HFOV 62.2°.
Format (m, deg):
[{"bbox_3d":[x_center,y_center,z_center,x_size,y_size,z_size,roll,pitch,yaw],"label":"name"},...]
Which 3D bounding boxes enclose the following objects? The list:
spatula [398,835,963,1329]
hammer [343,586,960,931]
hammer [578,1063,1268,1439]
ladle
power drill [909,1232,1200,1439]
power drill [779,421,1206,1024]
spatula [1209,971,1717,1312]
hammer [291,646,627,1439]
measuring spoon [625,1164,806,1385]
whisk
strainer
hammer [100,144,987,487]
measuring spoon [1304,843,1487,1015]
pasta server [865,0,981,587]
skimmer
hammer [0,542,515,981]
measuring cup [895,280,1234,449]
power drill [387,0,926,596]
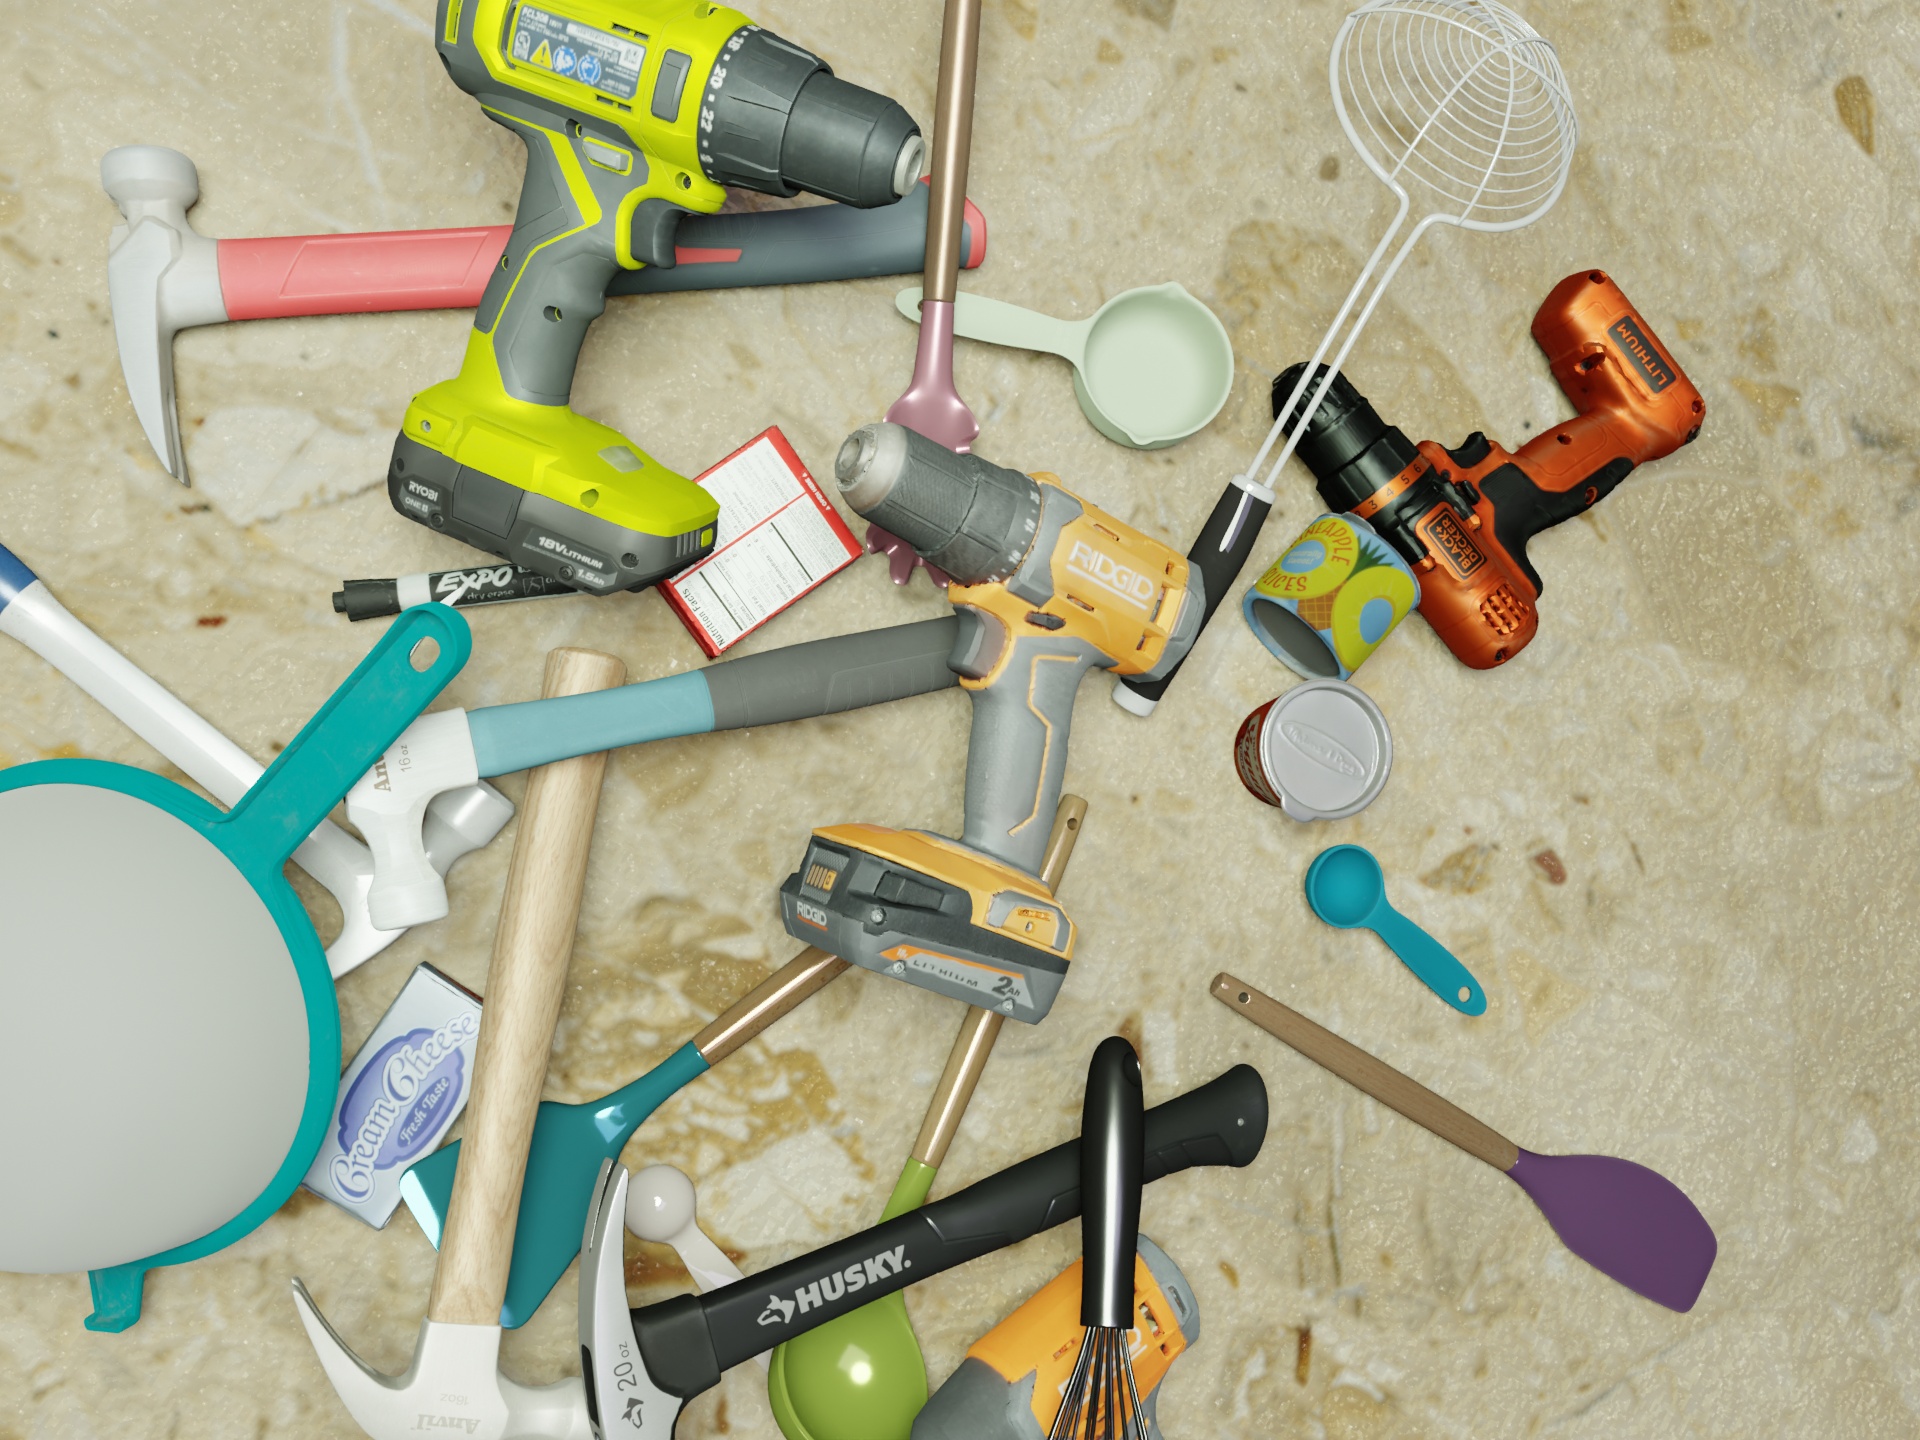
[{"bbox_3d":[-0.094,0.137,0.719,0.317,0.044,0.082,-37,90,-13],"label":"spatula"},{"bbox_3d":[-0.099,-0.010,0.696,0.331,0.033,0.128,-12,88,-27],"label":"hammer"},{"bbox_3d":[-0.003,0.215,0.690,0.334,0.035,0.146,-15,89,-27],"label":"hammer"},{"bbox_3d":[-0.001,0.181,0.732,0.078,0.062,0.320,28,78,-22],"label":"ladle"},{"bbox_3d":[0.070,0.368,0.705,0.164,0.084,0.226,-28,91,-31],"label":"power drill"},{"bbox_3d":[-0.001,-0.002,0.683,0.185,0.084,0.226,25,82,-33],"label":"power drill"},{"bbox_3d":[0.258,0.207,0.804,0.315,0.018,0.060,31,79,-10],"label":"spatula"},{"bbox_3d":[-0.188,0.129,0.664,0.130,0.031,0.331,13,75,-22],"label":"hammer"},{"bbox_3d":[-0.109,0.255,0.720,0.034,0.018,0.124,-38,95,-12],"label":"measuring spoon"},{"bbox_3d":[0.058,0.251,0.664,0.055,0.055,0.239,9,68,-12],"label":"whisk"},{"bbox_3d":[-0.308,0.082,0.582,0.340,0.095,0.211,-44,89,15],"label":"strainer"},{"bbox_3d":[-0.175,-0.195,0.728,0.386,0.038,0.143,-7,89,-13],"label":"hammer"},{"bbox_3d":[0.220,0.109,0.807,0.128,0.021,0.042,41,78,-16],"label":"measuring spoon"},{"bbox_3d":[-0.007,-0.220,0.730,0.060,0.040,0.316,3,102,-8],"label":"pasta server"},{"bbox_3d":[0.166,-0.169,0.760,0.127,0.090,0.363,26,106,-10],"label":"skimmer"},{"bbox_3d":[-0.393,-0.038,0.670,0.405,0.035,0.144,41,79,-7],"label":"hammer"},{"bbox_3d":[0.049,-0.181,0.780,0.167,0.038,0.083,13,84,-4],"label":"measuring cup"},{"bbox_3d":[-0.130,-0.172,0.637,0.190,0.080,0.228,23,110,8],"label":"power drill"}]
